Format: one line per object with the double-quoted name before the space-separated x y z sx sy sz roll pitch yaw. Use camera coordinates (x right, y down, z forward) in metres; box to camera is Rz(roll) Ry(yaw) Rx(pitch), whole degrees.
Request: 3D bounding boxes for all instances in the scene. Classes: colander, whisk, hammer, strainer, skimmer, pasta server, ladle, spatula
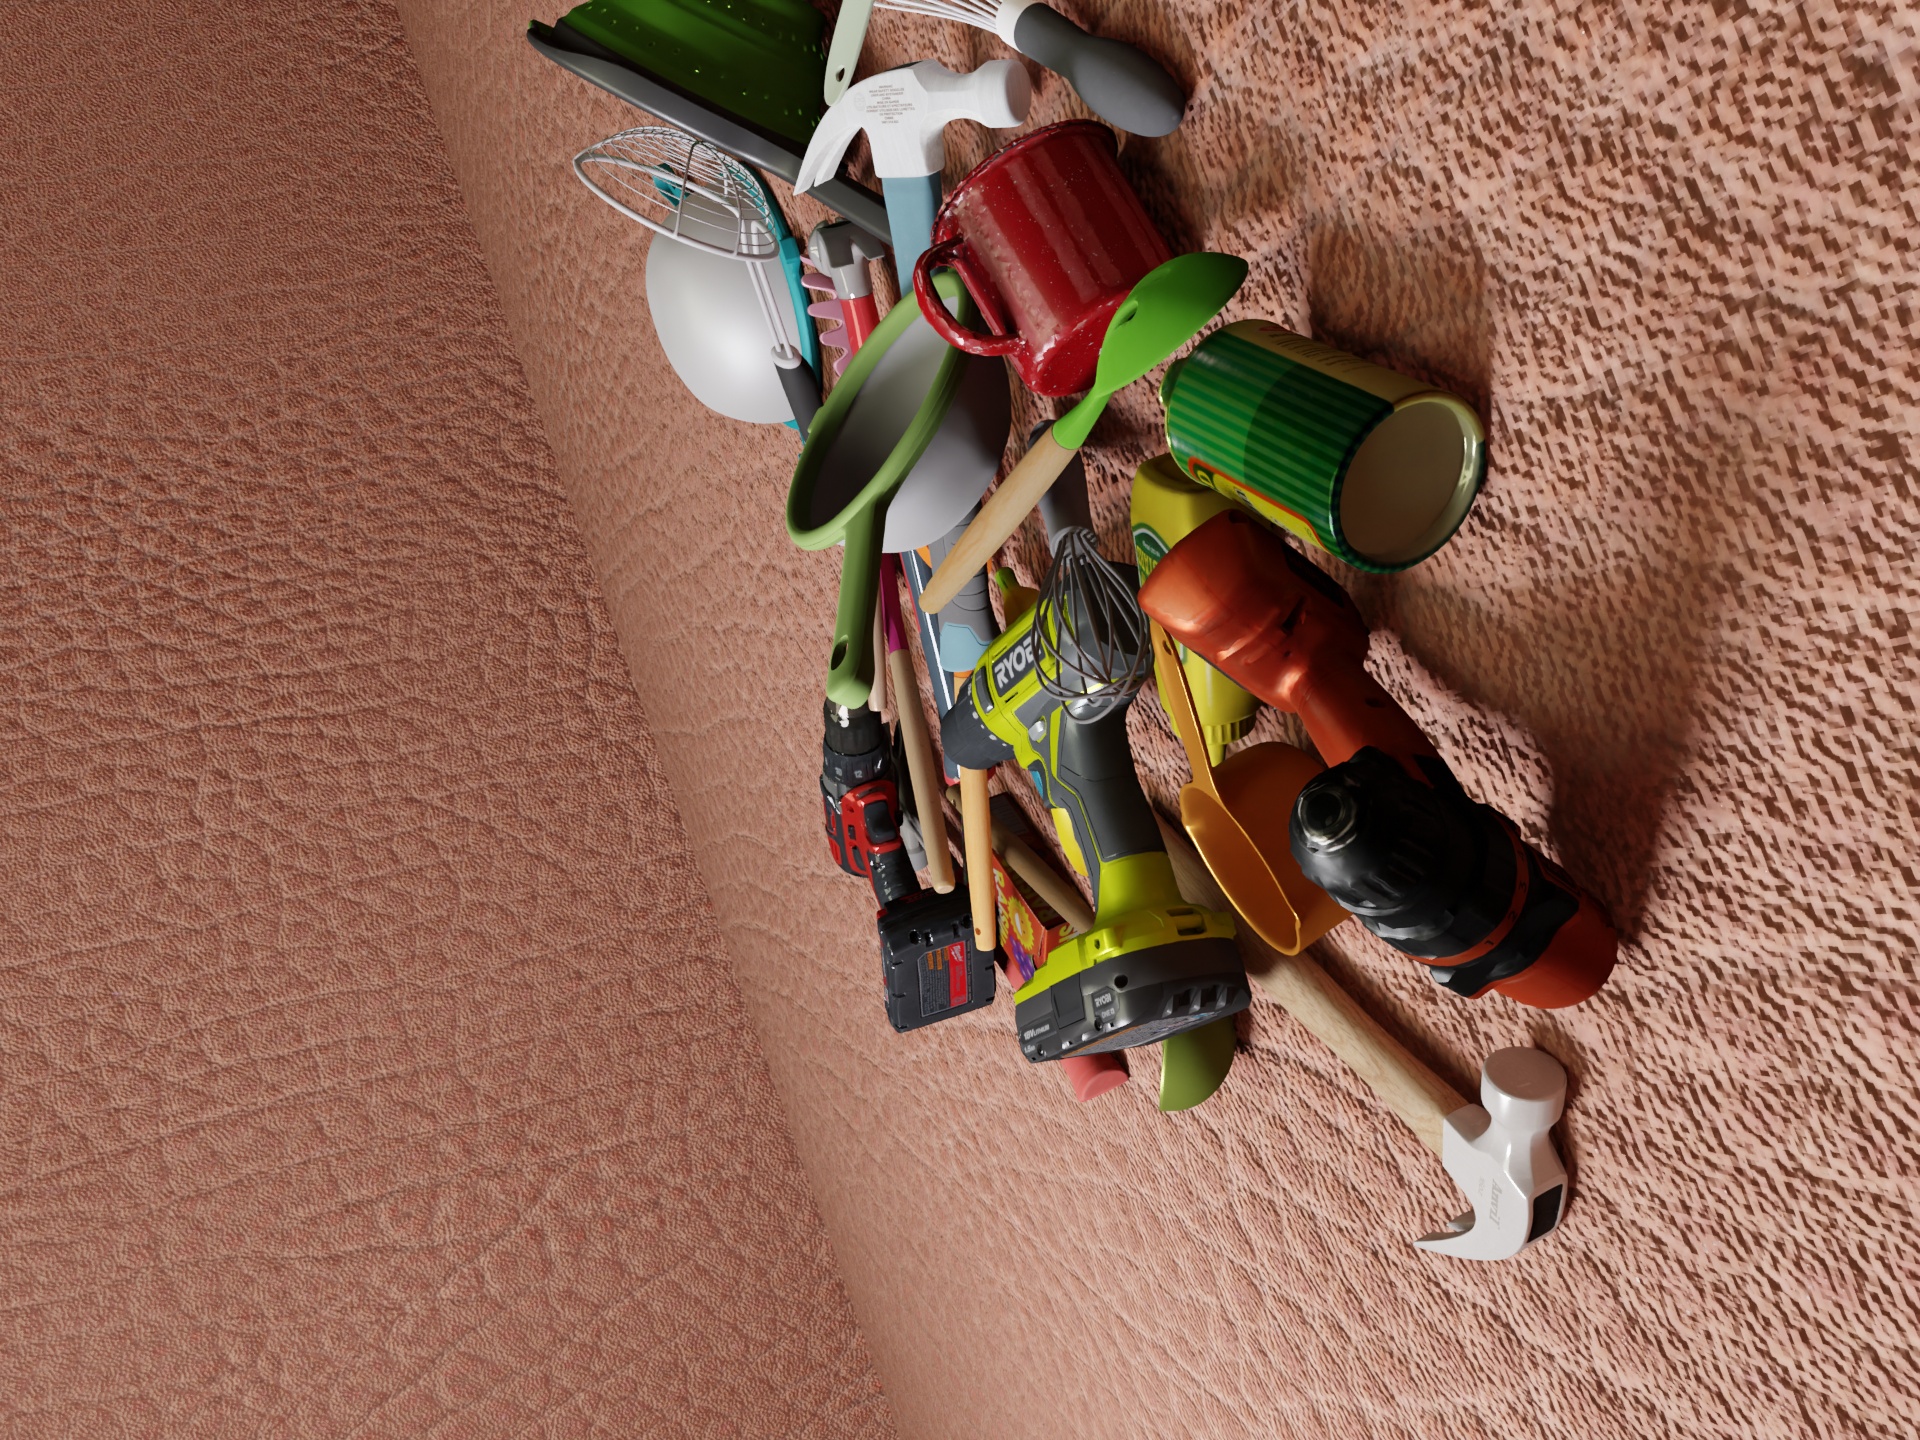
"colander" -0.094 -0.364 0.918 0.397 0.204 0.094 39 112 31
"whisk" 0.013 -0.325 0.714 0.285 0.070 0.070 49 153 37
"hammer" -0.011 -0.173 0.844 0.128 0.033 0.330 11 125 29
"strainer" -0.020 -0.096 0.739 0.151 0.069 0.257 -39 34 39
"strainer" -0.220 -0.364 1.291 0.341 0.095 0.210 55 156 38
"hammer" 0.164 0.129 0.764 0.332 0.031 0.130 -135 31 -55
"whisk" 0.053 -0.081 0.755 0.239 0.055 0.055 -95 0 -52
"skimmer" -0.150 -0.260 1.062 0.127 0.090 0.363 38 168 19
"hammer" 0.022 0.146 1.197 0.359 0.036 0.149 -129 26 -48
"pasta server" -0.077 -0.160 1.100 0.060 0.040 0.316 -114 19 -74
"ladle" 0.062 0.122 0.977 0.320 0.062 0.078 42 140 49
"hammer" -0.031 -0.125 1.032 0.143 0.038 0.386 -115 11 -67
"spatula" -0.002 -0.003 0.994 0.081 0.041 0.322 11 112 43

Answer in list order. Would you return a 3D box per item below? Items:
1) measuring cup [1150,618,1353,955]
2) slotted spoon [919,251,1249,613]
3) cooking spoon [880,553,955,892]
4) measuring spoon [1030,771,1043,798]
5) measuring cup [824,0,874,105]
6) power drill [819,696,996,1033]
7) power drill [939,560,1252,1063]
"measuring cup" 0.127 0.019 0.676 0.095 0.052 0.173 43 160 59
"slotted spoon" 0.037 -0.115 0.719 0.031 0.070 0.313 37 151 -5
"cooking spoon" -0.038 -0.025 1.116 0.068 0.017 0.319 99 163 -59
"measuring spoon" 0.046 -0.001 1.014 0.042 0.021 0.128 51 163 54
"measuring cup" -0.019 -0.348 0.694 0.083 0.038 0.167 42 119 41
"power drill" -0.051 0.093 1.177 0.227 0.080 0.187 -119 19 -44
"power drill" 0.057 0.054 0.828 0.190 0.080 0.229 -41 56 55
